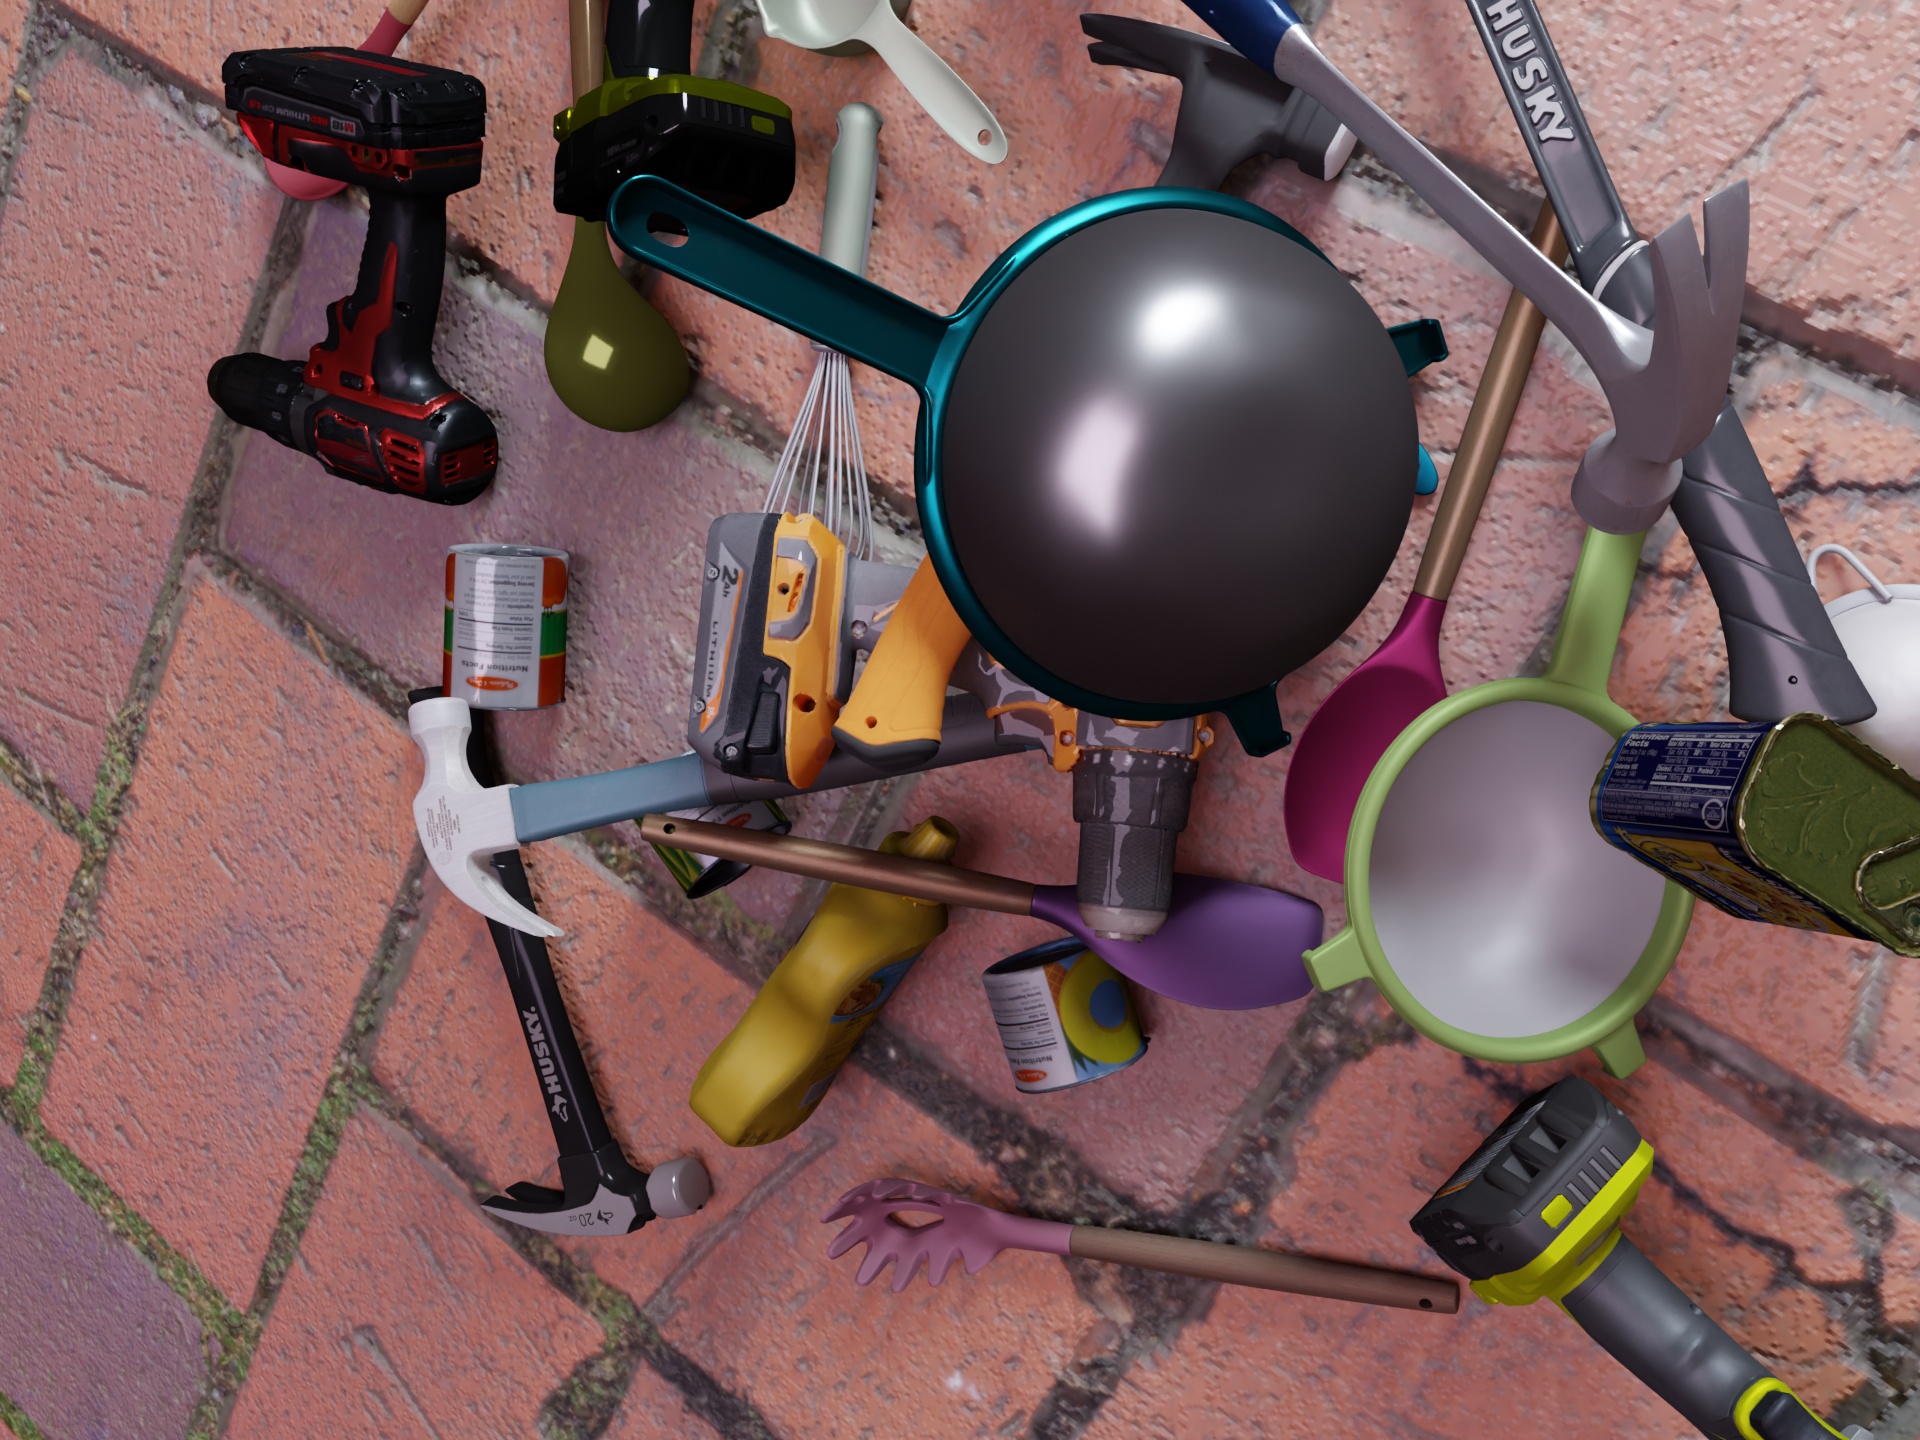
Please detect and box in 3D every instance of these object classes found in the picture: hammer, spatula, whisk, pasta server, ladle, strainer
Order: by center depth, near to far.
[{"bbox_3d":[0.040,-0.117,0.575,0.340,0.095,0.211,20,93,-22],"label":"strainer"},{"bbox_3d":[0.131,-0.247,0.591,0.035,0.144,0.406,-33,66,-6],"label":"hammer"},{"bbox_3d":[0.379,0.053,0.594,0.087,0.050,0.258,-26,90,29],"label":"strainer"},{"bbox_3d":[0.245,-0.187,0.599,0.149,0.036,0.409,-24,82,29],"label":"hammer"},{"bbox_3d":[0.228,0.007,0.647,0.151,0.069,0.256,17,87,-12],"label":"strainer"},{"bbox_3d":[0.034,-0.134,0.662,0.127,0.034,0.337,28,86,16],"label":"hammer"},{"bbox_3d":[0.007,0.080,0.728,0.316,0.018,0.060,11,74,3],"label":"spatula"},{"bbox_3d":[-0.061,-0.173,0.775,0.059,0.058,0.246,6,100,-10],"label":"whisk"},{"bbox_3d":[0.079,0.263,0.778,0.316,0.040,0.060,0,111,25],"label":"pasta server"},{"bbox_3d":[-0.110,0.024,0.778,0.331,0.033,0.128,-11,81,9],"label":"hammer"},{"bbox_3d":[-0.183,-0.310,0.818,0.078,0.062,0.320,-1,91,24],"label":"ladle"},{"bbox_3d":[-0.282,-0.390,0.831,0.315,0.031,0.069,-36,87,35],"label":"ladle"},{"bbox_3d":[-0.258,0.138,0.926,0.146,0.035,0.335,-18,90,27],"label":"hammer"}]

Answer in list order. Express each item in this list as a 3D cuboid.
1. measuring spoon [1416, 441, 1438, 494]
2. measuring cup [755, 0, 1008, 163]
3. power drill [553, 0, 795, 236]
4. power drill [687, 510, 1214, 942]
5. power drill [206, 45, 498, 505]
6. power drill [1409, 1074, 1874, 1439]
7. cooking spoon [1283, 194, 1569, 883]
[{"bbox_3d":[0.157,-0.144,0.679,0.129,0.021,0.042,49,115,11],"label":"measuring spoon"},{"bbox_3d":[-0.028,-0.316,0.735,0.083,0.038,0.168,-44,80,25],"label":"measuring cup"},{"bbox_3d":[-0.126,-0.346,0.718,0.171,0.080,0.223,8,97,54],"label":"power drill"},{"bbox_3d":[-0.001,-0.002,0.707,0.226,0.084,0.185,4,85,6],"label":"power drill"},{"bbox_3d":[-0.339,-0.240,0.863,0.188,0.080,0.226,19,120,20],"label":"power drill"},{"bbox_3d":[0.289,0.245,0.594,0.080,0.190,0.229,-43,71,-9],"label":"power drill"},{"bbox_3d":[0.206,-0.077,0.668,0.069,0.017,0.318,17,106,8],"label":"cooking spoon"}]
